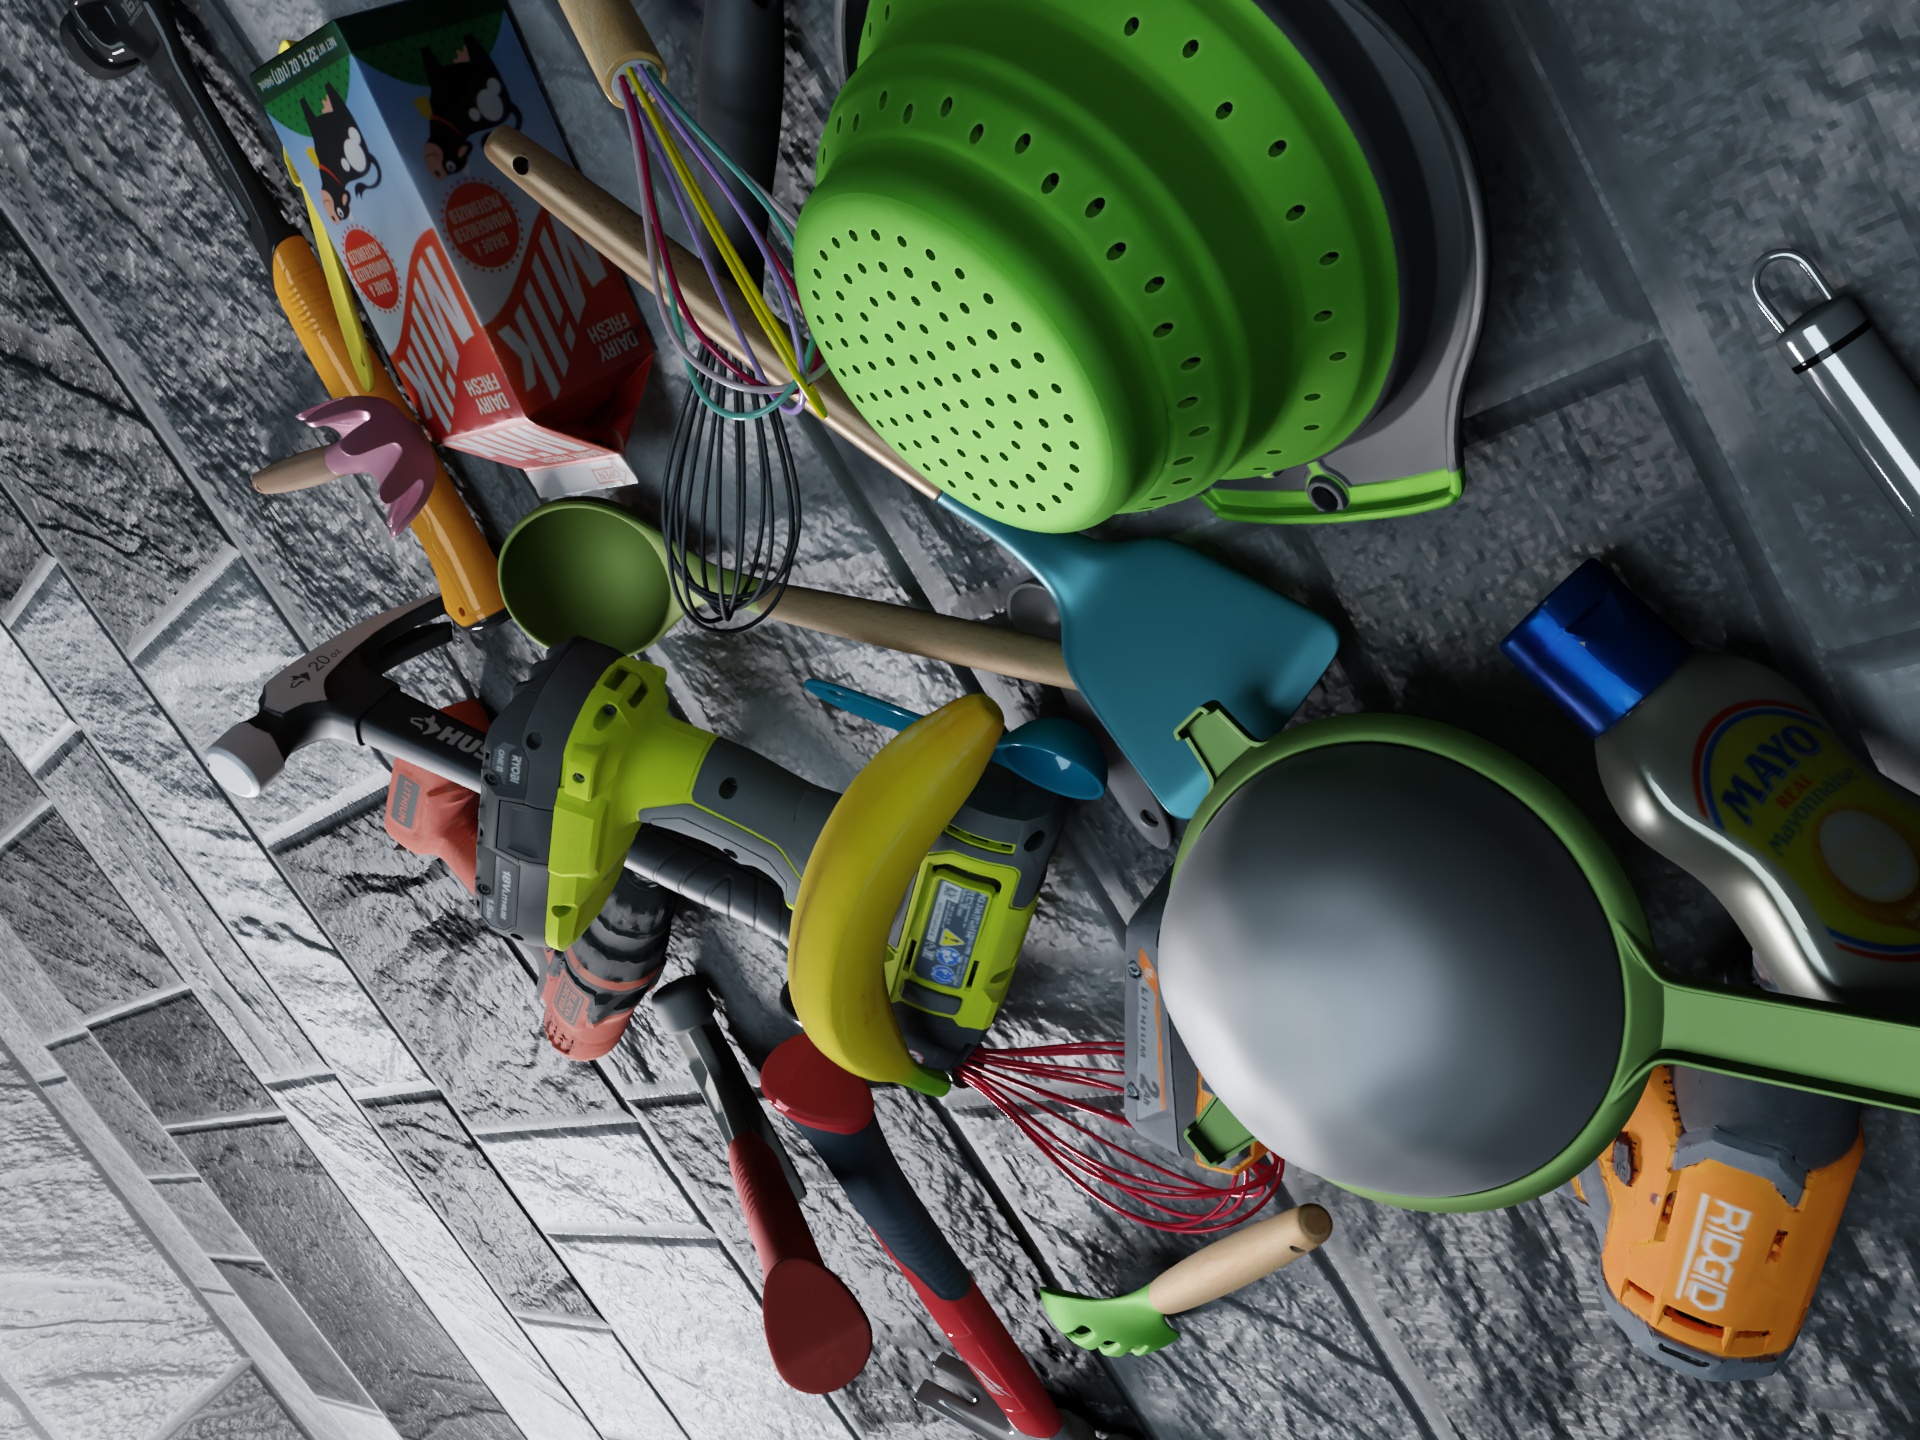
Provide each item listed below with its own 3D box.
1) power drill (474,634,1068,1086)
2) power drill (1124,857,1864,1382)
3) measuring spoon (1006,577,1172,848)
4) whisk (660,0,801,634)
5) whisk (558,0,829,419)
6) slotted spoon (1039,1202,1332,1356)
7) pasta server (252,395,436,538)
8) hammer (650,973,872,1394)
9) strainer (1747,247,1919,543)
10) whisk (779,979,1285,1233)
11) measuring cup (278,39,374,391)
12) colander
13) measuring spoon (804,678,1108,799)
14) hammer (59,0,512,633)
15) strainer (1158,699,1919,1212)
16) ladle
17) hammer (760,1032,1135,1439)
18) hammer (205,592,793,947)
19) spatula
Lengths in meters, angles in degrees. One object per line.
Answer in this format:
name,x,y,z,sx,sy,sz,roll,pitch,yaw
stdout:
power drill,-0.082,0.065,0.666,0.223,0.080,0.171,18,125,4
power drill,0.171,0.109,0.526,0.227,0.084,0.164,16,128,28
measuring spoon,0.055,-0.003,0.595,0.034,0.018,0.124,1,127,48
whisk,-0.077,-0.143,0.554,0.055,0.055,0.238,20,117,30
whisk,-0.095,-0.185,0.504,0.051,0.047,0.245,-43,61,30
slotted spoon,0.091,0.237,0.667,0.070,0.031,0.313,18,151,-2
pasta server,-0.306,-0.118,0.752,0.316,0.040,0.060,7,135,56
hammer,-0.089,0.224,0.742,0.149,0.036,0.359,66,168,-9
strainer,0.269,-0.008,0.379,0.087,0.050,0.258,-36,88,36
whisk,0.018,0.160,0.719,0.296,0.073,0.073,11,127,43
measuring cup,-0.250,-0.206,0.653,0.062,0.029,0.156,-36,70,57
colander,-0.021,-0.177,0.386,0.396,0.094,0.205,52,157,-24
measuring spoon,-0.001,-0.002,0.605,0.129,0.021,0.042,19,160,21
hammer,-0.298,-0.194,0.745,0.127,0.034,0.336,-9,114,46
strainer,0.151,0.081,0.414,0.256,0.069,0.151,6,103,39
ladle,-0.064,-0.038,0.626,0.320,0.062,0.078,15,130,36
hammer,-0.020,0.274,0.785,0.143,0.038,0.385,12,142,36
hammer,-0.183,0.040,0.776,0.335,0.146,0.035,23,136,11
spatula,-0.025,-0.093,0.518,0.317,0.044,0.082,36,109,-4
